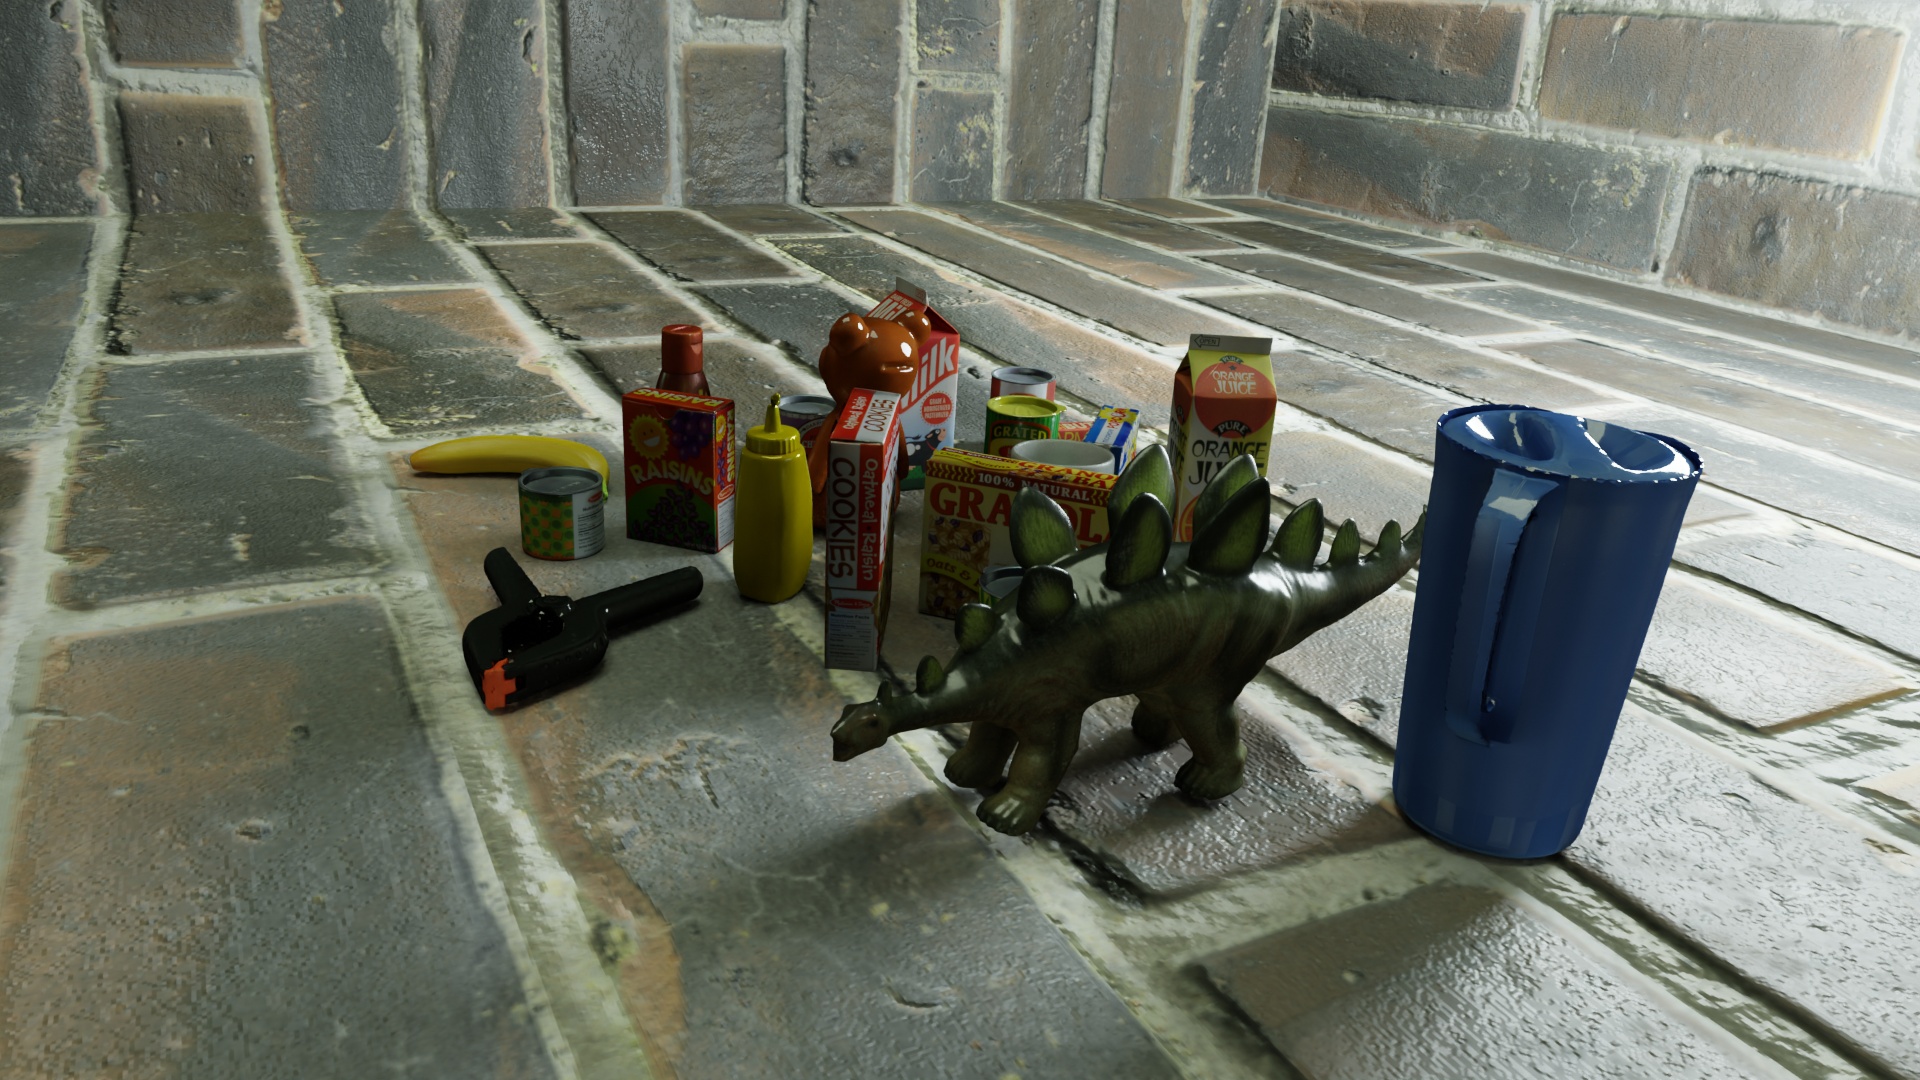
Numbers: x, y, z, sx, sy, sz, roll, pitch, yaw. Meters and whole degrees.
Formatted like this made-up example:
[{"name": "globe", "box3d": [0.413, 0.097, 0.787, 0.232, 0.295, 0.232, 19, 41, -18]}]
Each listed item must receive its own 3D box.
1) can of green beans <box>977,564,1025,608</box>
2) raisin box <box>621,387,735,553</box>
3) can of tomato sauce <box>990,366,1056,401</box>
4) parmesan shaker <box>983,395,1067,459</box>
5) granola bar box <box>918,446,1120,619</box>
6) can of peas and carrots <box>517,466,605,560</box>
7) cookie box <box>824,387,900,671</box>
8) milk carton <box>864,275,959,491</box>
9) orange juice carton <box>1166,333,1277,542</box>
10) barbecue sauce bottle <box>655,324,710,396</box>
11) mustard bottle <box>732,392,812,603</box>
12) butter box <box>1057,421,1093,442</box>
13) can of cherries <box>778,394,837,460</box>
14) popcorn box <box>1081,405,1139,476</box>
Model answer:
[{"name": "can of green beans", "box3d": [0.044, 0.056, 0.980, 0.071, 0.057, 0.071, 3, 21, -1]}, {"name": "raisin box", "box3d": [-0.231, -0.058, 1.138, 0.086, 0.123, 0.040, 10, 22, 16]}, {"name": "can of tomato sauce", "box3d": [0.062, -0.131, 1.422, 0.071, 0.082, 0.071, 3, 21, -1]}, {"name": "parmesan shaker", "box3d": [0.056, -0.071, 1.244, 0.071, 0.102, 0.071, 3, 21, -1]}, {"name": "granola bar box", "box3d": [0.055, 0.006, 1.018, 0.165, 0.123, 0.039, 11, 22, 18]}, {"name": "can of peas and carrots", "box3d": [-0.324, -0.023, 1.122, 0.071, 0.058, 0.071, 3, 21, -1]}, {"name": "cookie box", "box3d": [-0.070, -0.011, 0.982, 0.040, 0.166, 0.123, 4, 21, 1]}, {"name": "milk carton", "box3d": [-0.050, -0.147, 1.301, 0.073, 0.189, 0.072, -7, 23, -26]}, {"name": "orange juice carton", "box3d": [0.216, -0.078, 1.165, 0.072, 0.191, 0.073, 2, 21, -5]}, {"name": "barbecue sauce bottle", "box3d": [-0.251, -0.119, 1.256, 0.044, 0.148, 0.065, 14, 23, 25]}, {"name": "mustard bottle", "box3d": [-0.141, -0.035, 1.044, 0.049, 0.159, 0.065, 11, 22, 18]}, {"name": "butter box", "box3d": [0.118, -0.089, 1.367, 0.104, 0.053, 0.024, -4, 22, -19]}, {"name": "can of cherries", "box3d": [-0.150, -0.106, 1.361, 0.071, 0.058, 0.072, 3, 21, -1]}, {"name": "popcorn box", "box3d": [0.134, -0.066, 1.266, 0.038, 0.085, 0.127, 8, 22, 12]}]
